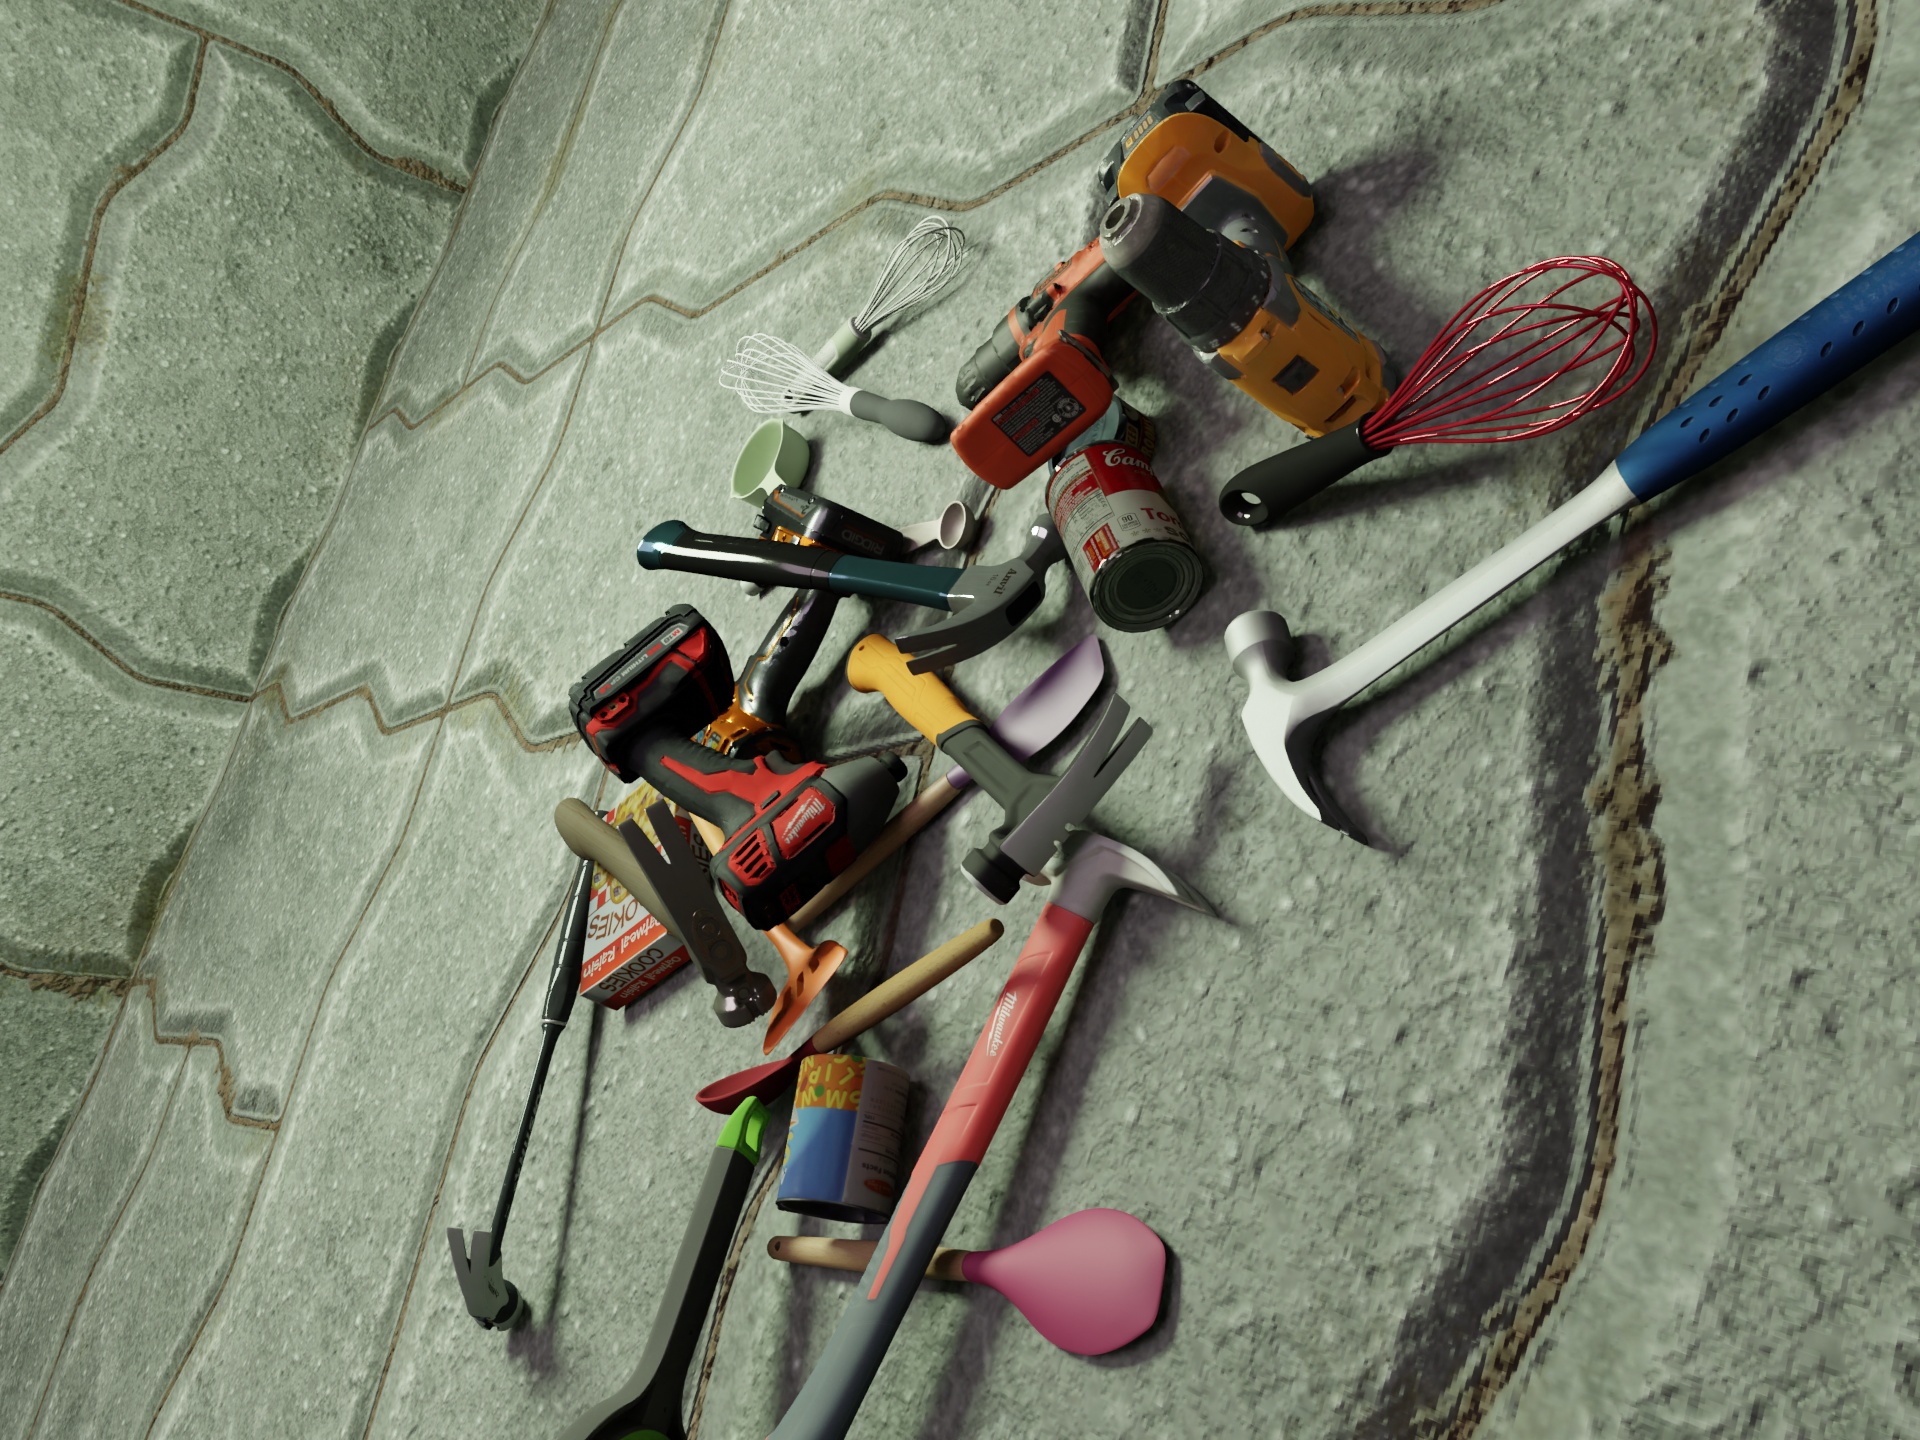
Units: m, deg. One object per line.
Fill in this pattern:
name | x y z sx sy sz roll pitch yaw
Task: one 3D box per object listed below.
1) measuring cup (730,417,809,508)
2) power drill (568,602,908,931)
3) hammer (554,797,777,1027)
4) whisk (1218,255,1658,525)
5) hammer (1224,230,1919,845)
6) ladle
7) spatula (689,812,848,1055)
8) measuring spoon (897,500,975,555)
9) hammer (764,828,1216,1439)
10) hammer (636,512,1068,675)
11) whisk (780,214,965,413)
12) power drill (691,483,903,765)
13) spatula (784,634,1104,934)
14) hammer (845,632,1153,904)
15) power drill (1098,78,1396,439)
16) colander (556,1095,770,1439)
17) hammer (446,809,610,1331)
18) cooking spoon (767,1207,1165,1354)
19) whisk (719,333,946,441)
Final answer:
measuring cup | -0.146 -0.194 1.337 0.083 0.038 0.168 -53 37 15
power drill | -0.145 0.026 1.054 0.143 0.078 0.220 -41 60 -17
hammer | -0.236 0.094 1.115 0.038 0.146 0.411 -32 19 -18
whisk | 0.213 -0.145 0.768 0.296 0.073 0.073 -23 50 63
hammer | 0.284 -0.093 0.691 0.405 0.035 0.144 -39 41 32
ladle | -0.068 0.180 0.941 0.315 0.069 0.031 -40 76 44
spatula | -0.145 0.121 1.090 0.081 0.041 0.323 -51 34 2
measuring spoon | -0.023 -0.133 1.154 0.124 0.018 0.034 -7 76 59
hammer | 0.001 0.239 0.826 0.143 0.038 0.386 16 77 56
hammer | -0.090 -0.102 1.072 0.331 0.033 0.128 11 53 35
whisk | -0.080 -0.334 1.334 0.246 0.059 0.058 -37 70 40
power drill | -0.141 -0.059 1.203 0.164 0.084 0.226 28 96 58
spatula | -0.020 0.055 1.019 0.316 0.018 0.060 -41 34 29
hammer | -0.002 -0.003 0.985 0.127 0.034 0.337 -49 27 0
power drill | 0.137 -0.263 0.871 0.084 0.185 0.226 -43 36 31
colander | -0.145 0.405 0.877 0.094 0.204 0.397 5 58 20
hammer | -0.325 0.250 1.245 0.149 0.036 0.409 96 180 -55
cooking spoon | -0.011 0.291 0.851 0.319 0.017 0.069 -17 53 48
whisk | -0.103 -0.264 1.289 0.285 0.070 0.070 27 91 44
